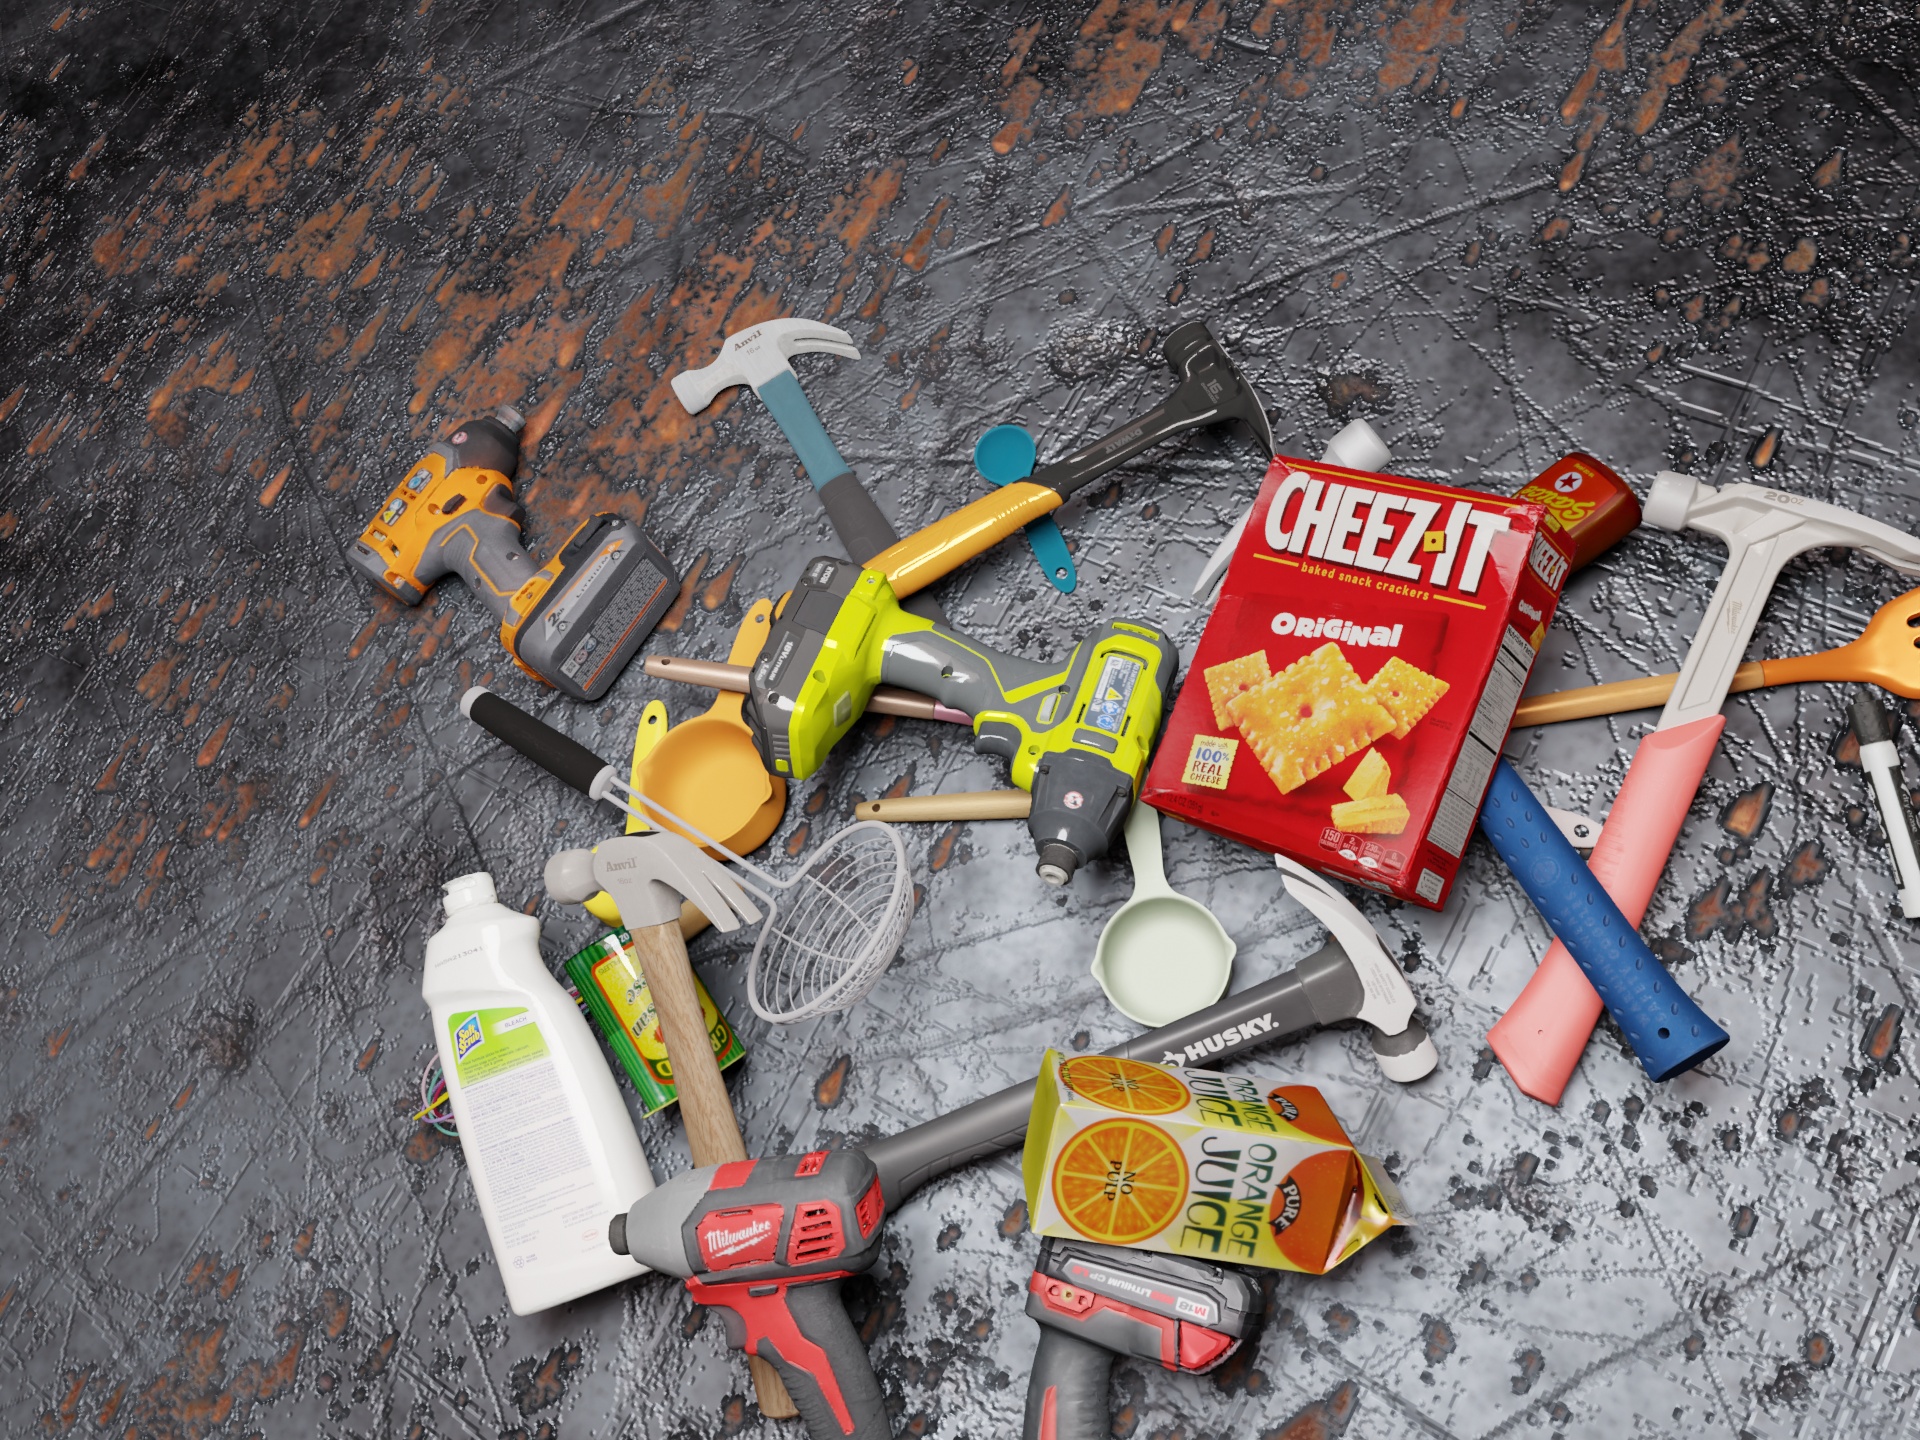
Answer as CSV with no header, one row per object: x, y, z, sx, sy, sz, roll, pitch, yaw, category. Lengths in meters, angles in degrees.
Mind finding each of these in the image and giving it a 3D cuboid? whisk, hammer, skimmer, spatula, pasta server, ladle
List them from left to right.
-0.238,0.176,0.993,0.245,0.047,0.051,-36,63,-5,whisk
-0.180,0.055,0.941,0.363,0.090,0.127,29,79,23,skimmer
-0.135,0.221,0.873,0.130,0.031,0.331,-14,92,36,hammer
-0.080,-0.150,1.086,0.128,0.033,0.331,-32,64,2,hammer
-0.042,-0.017,0.987,0.316,0.040,0.060,8,54,4,pasta server
0.033,-0.127,1.001,0.337,0.034,0.127,-28,54,5,hammer
0.086,0.047,0.967,0.315,0.031,0.069,-4,68,15,ladle
0.080,0.191,0.872,0.335,0.146,0.035,-25,22,12,hammer
0.271,0.015,0.879,0.144,0.035,0.406,-40,57,20,hammer
0.386,0.041,0.858,0.149,0.036,0.359,23,82,24,hammer
0.425,-0.025,0.894,0.322,0.041,0.081,-10,70,12,spatula

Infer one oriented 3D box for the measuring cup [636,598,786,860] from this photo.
-0.144,0.008,1.031,0.095,0.052,0.174,9,70,18,measuring cup

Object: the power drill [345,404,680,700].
-0.308,-0.127,1.114,0.227,0.084,0.164,29,78,27,power drill

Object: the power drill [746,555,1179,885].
-0.001,-0.003,0.915,0.223,0.080,0.171,16,55,11,power drill

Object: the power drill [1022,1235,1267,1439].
0.094,0.386,0.801,0.188,0.080,0.227,13,75,20,power drill

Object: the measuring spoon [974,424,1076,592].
0.048,-0.138,1.059,0.042,0.021,0.129,-25,73,5,measuring spoon

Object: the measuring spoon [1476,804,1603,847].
0.306,0.050,0.908,0.124,0.018,0.034,14,73,19,measuring spoon

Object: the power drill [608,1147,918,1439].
-0.096,0.333,0.819,0.143,0.078,0.219,-10,95,11,power drill

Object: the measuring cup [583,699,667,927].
-0.215,0.056,1.040,0.062,0.029,0.157,0,70,15,measuring cup

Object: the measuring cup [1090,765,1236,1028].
0.113,0.098,0.928,0.083,0.038,0.168,-11,67,10,measuring cup
